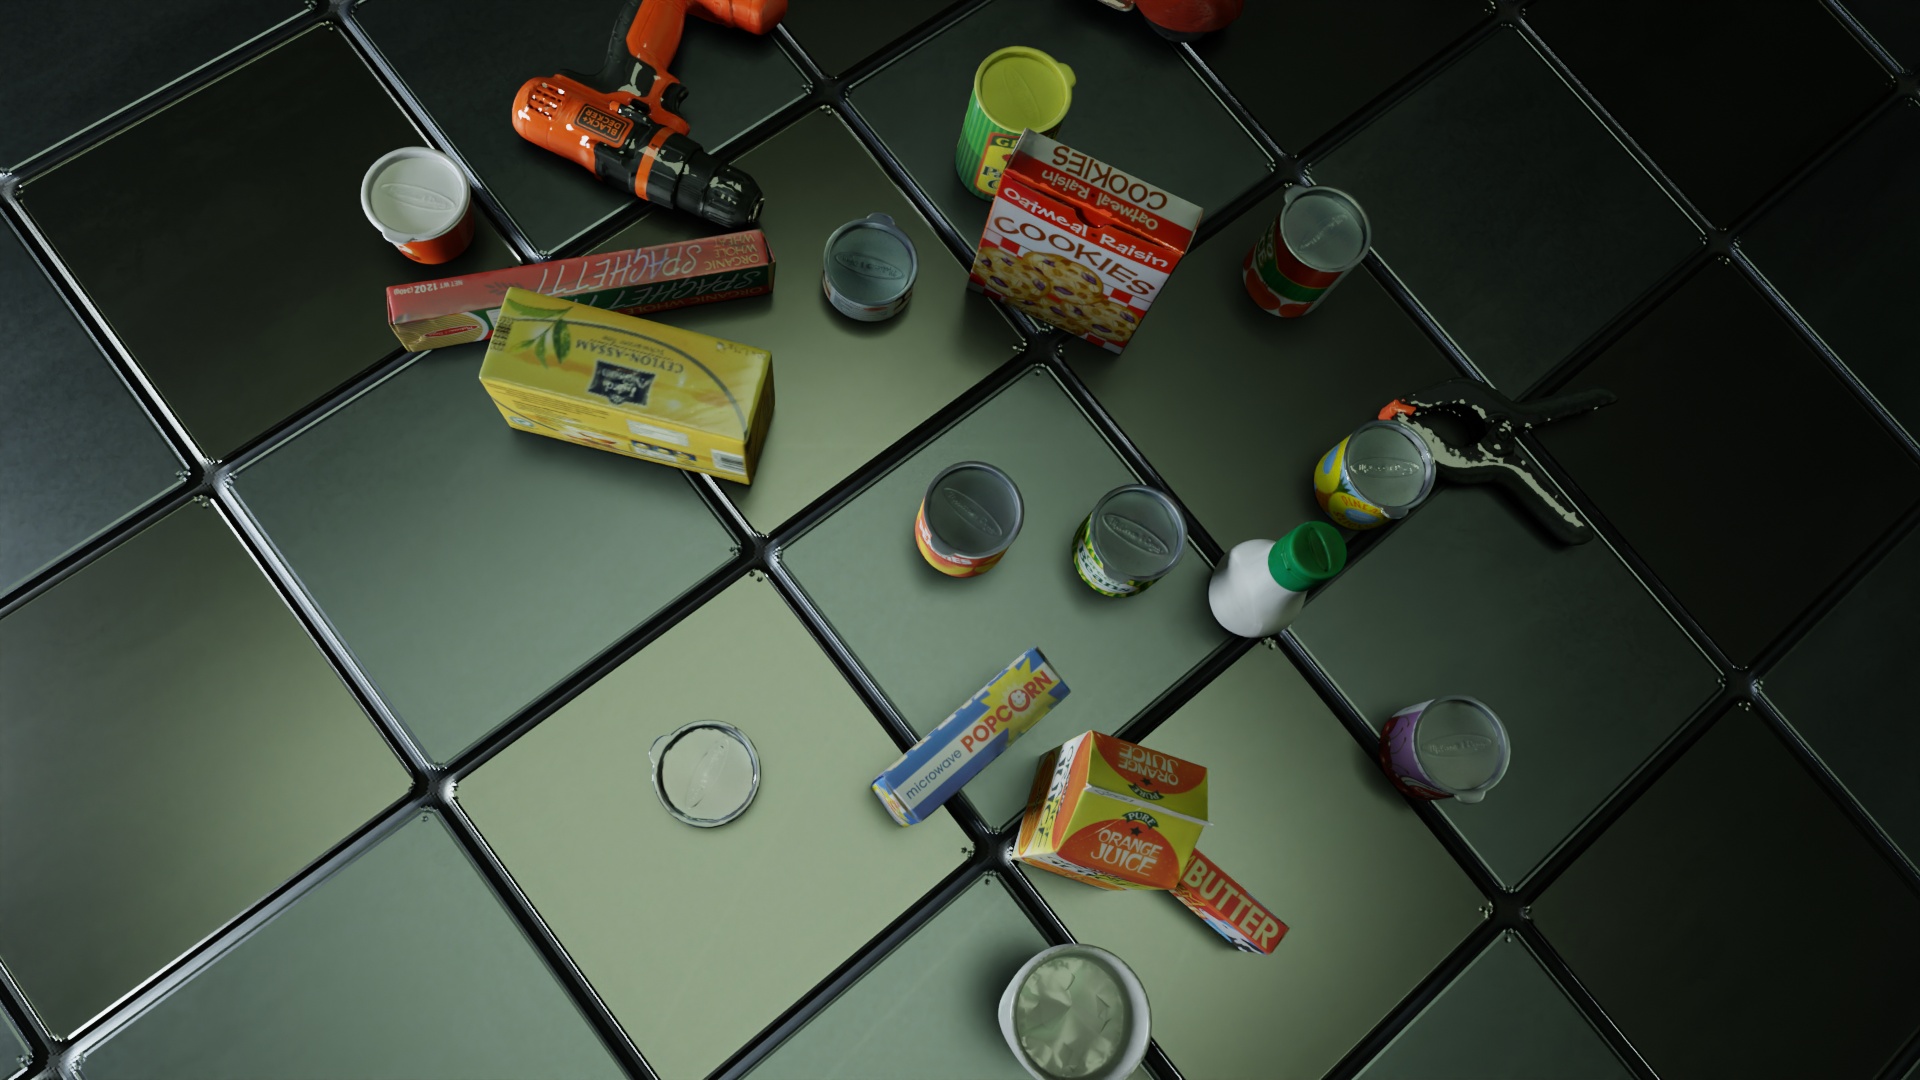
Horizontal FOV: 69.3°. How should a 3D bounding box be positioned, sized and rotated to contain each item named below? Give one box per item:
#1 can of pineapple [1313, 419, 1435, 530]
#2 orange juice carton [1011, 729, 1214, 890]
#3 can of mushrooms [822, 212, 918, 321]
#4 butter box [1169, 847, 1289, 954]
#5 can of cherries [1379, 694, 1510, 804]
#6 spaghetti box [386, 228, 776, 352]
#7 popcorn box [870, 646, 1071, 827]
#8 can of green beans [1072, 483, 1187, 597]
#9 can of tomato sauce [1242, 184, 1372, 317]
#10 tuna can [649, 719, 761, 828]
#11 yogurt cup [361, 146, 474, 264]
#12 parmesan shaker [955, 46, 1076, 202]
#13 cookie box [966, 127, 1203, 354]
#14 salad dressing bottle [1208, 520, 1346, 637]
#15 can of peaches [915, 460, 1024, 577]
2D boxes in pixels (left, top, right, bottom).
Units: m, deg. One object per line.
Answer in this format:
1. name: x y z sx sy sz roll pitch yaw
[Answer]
1. can of pineapple: 0.288 -0.043 0.972 0.071 0.057 0.071 2 75 -7
2. orange juice carton: 0.088 0.162 0.820 0.072 0.192 0.073 19 74 -3
3. can of mushrooms: -0.063 -0.191 0.975 0.071 0.033 0.071 2 75 -7
4. butter box: 0.155 0.222 0.886 0.103 0.053 0.024 40 74 3
5. can of cherries: 0.322 0.142 0.928 0.071 0.058 0.071 2 75 -7
6. spaghetti box: -0.250 -0.168 0.934 0.250 0.050 0.029 -12 78 -11
7. popcorn box: 0.005 0.125 0.874 0.127 0.085 0.038 -39 84 -15
8. can of green beans: 0.113 0.001 0.936 0.071 0.057 0.071 2 75 -7
9. can of tomato sauce: 0.245 -0.207 0.997 0.071 0.083 0.071 2 75 -7
10. tuna can: -0.161 0.146 0.872 0.071 0.032 0.071 2 75 -7
11. yogurt cup: -0.359 -0.221 0.931 0.072 0.053 0.072 2 75 -7
12. parmesan shaker: 0.038 -0.291 0.979 0.071 0.103 0.071 2 75 -7
13. cookie box: 0.077 -0.193 0.925 0.123 0.167 0.040 24 74 -1
14. salad dressing bottle: 0.203 0.024 0.896 0.044 0.147 0.064 -15 78 -11
15. can of peaches: 0.003 -0.012 0.924 0.071 0.058 0.071 2 75 -7
